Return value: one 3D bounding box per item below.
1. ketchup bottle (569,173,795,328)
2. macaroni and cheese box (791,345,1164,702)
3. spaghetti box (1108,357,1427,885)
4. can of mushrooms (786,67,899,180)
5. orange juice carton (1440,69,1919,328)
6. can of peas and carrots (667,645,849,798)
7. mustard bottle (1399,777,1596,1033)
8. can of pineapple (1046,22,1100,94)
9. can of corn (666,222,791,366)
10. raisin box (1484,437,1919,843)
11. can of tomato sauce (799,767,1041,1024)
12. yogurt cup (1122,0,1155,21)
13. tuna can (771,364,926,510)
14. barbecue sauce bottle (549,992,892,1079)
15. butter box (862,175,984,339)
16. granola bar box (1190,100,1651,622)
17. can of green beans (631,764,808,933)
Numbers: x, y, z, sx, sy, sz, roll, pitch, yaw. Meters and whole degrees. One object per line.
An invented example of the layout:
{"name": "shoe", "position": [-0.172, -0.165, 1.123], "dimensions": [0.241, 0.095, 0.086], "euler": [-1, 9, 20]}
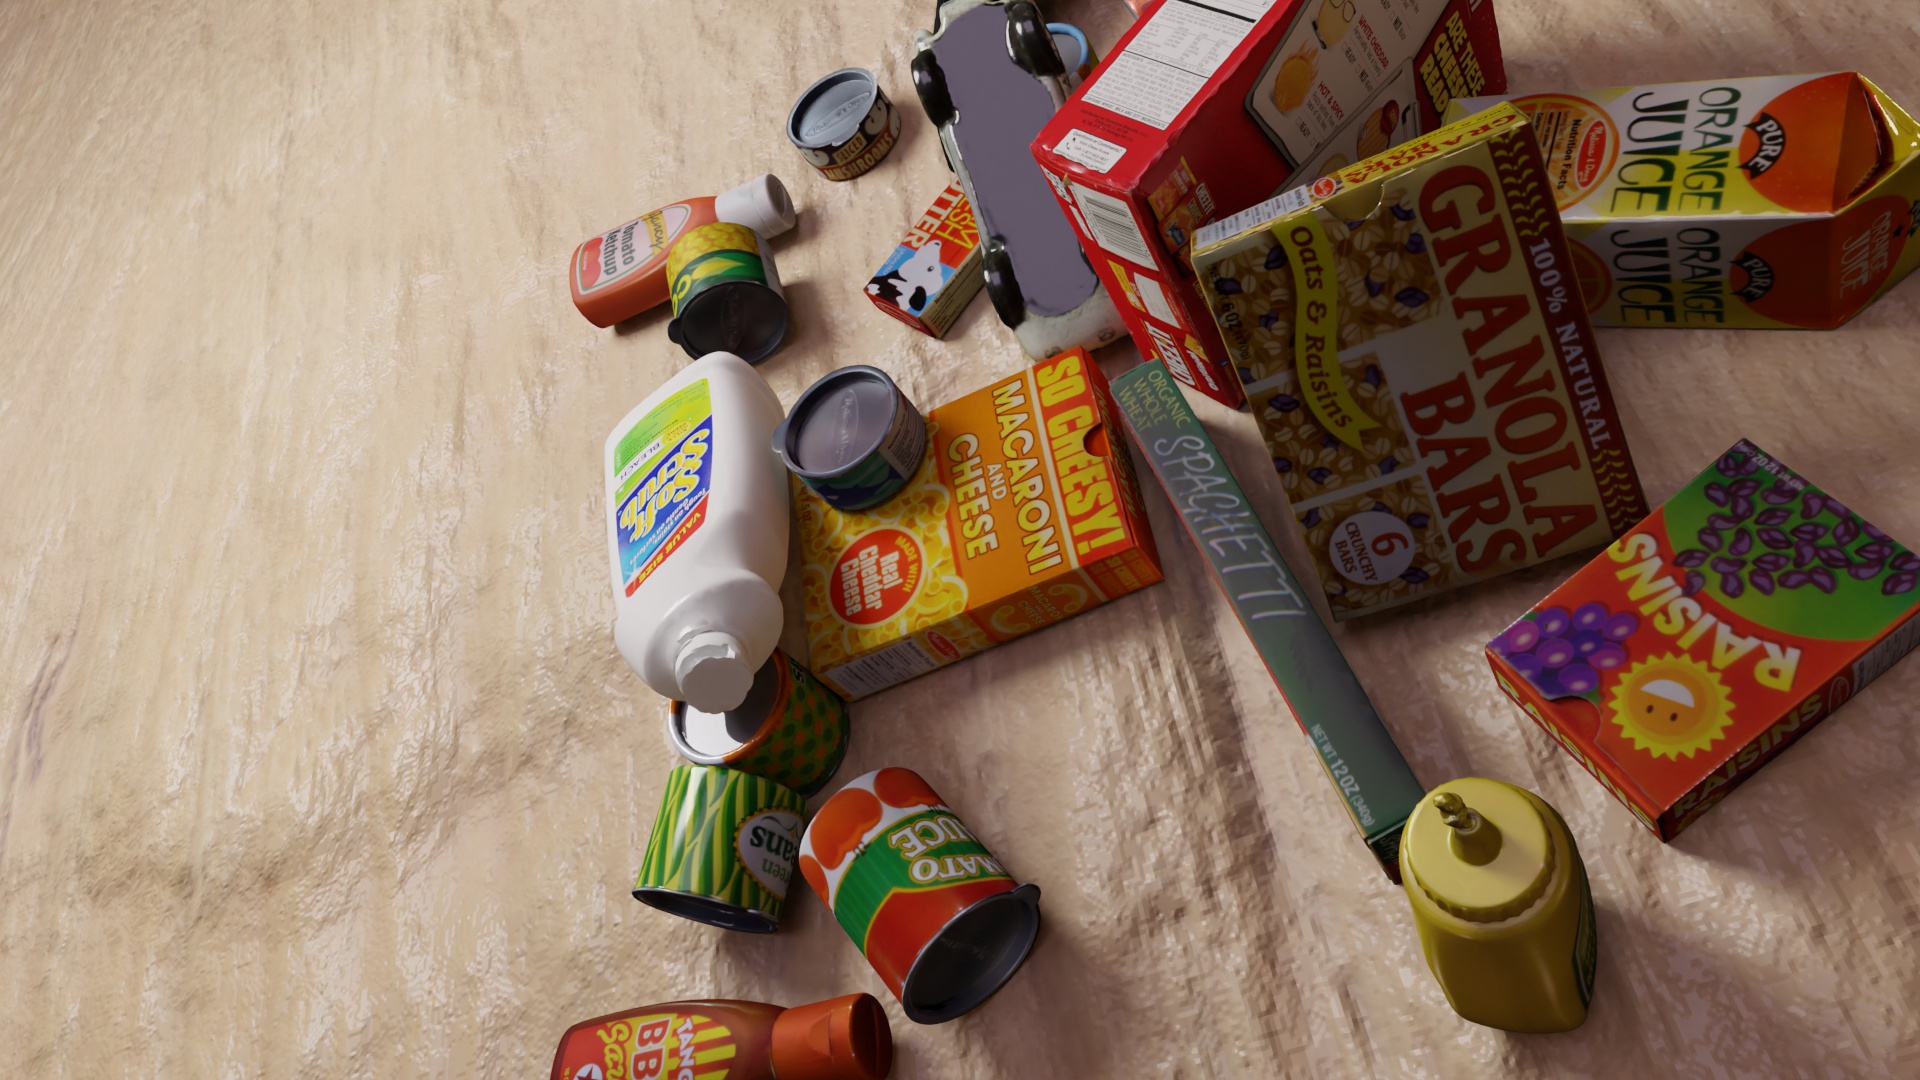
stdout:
{"name": "ketchup bottle", "position": [-0.177, -0.188, 0.885], "dimensions": [0.148, 0.043, 0.065], "euler": [-19, 53, 18]}
{"name": "macaroni and cheese box", "position": [0.002, -0.008, 0.671], "dimensions": [0.166, 0.040, 0.124], "euler": [-23, 53, 16]}
{"name": "spaghetti box", "position": [0.125, 0.021, 0.575], "dimensions": [0.028, 0.050, 0.251], "euler": [-30, 51, 9]}
{"name": "can of mushrooms", "position": [-0.073, -0.262, 0.878], "dimensions": [0.071, 0.033, 0.071], "euler": [-14, 55, 21]}
{"name": "orange juice carton", "position": [0.294, -0.135, 0.562], "dimensions": [0.192, 0.071, 0.073], "euler": [7, 65, 33]}
{"name": "can of peas and carrots", "position": [-0.094, 0.083, 0.657], "dimensions": [0.071, 0.058, 0.071], "euler": [-14, 56, 22]}
{"name": "mustard bottle", "position": [0.165, 0.108, 0.426], "dimensions": [0.049, 0.160, 0.065], "euler": [-4, 61, 27]}
{"name": "can of pineapple", "position": [0.052, -0.247, 0.780], "dimensions": [0.071, 0.057, 0.071], "euler": [-15, 55, 22]}
{"name": "can of corn", "position": [-0.140, -0.144, 0.819], "dimensions": [0.071, 0.071, 0.058], "euler": [-28, 50, 12]}
{"name": "raisin box", "position": [0.265, 0.035, 0.493], "dimensions": [0.123, 0.040, 0.086], "euler": [-40, 51, 3]}
{"name": "can of tomato sauce", "position": [-0.017, 0.142, 0.570], "dimensions": [0.071, 0.071, 0.083], "euler": [-47, 49, -3]}
{"name": "yogurt cup", "position": [0.124, -0.301, 0.770], "dimensions": [0.054, 0.072, 0.073], "euler": [-37, 49, 16]}
{"name": "tuna can", "position": [-0.054, -0.049, 0.681], "dimensions": [0.071, 0.032, 0.071], "euler": [-16, 53, 22]}
{"name": "barbecue sauce bottle", "position": [-0.101, 0.222, 0.583], "dimensions": [0.148, 0.043, 0.065], "euler": [-18, 53, 19]}
{"name": "butter box", "position": [-0.003, -0.166, 0.783], "dimensions": [0.053, 0.024, 0.103], "euler": [32, 80, 39]}
{"name": "granola bar box", "position": [0.174, -0.061, 0.528], "dimensions": [0.124, 0.165, 0.039], "euler": [-20, 20, 18]}
{"name": "can of green beans", "position": [-0.107, 0.139, 0.624], "dimensions": [0.071, 0.071, 0.058], "euler": [-2, 60, 29]}
